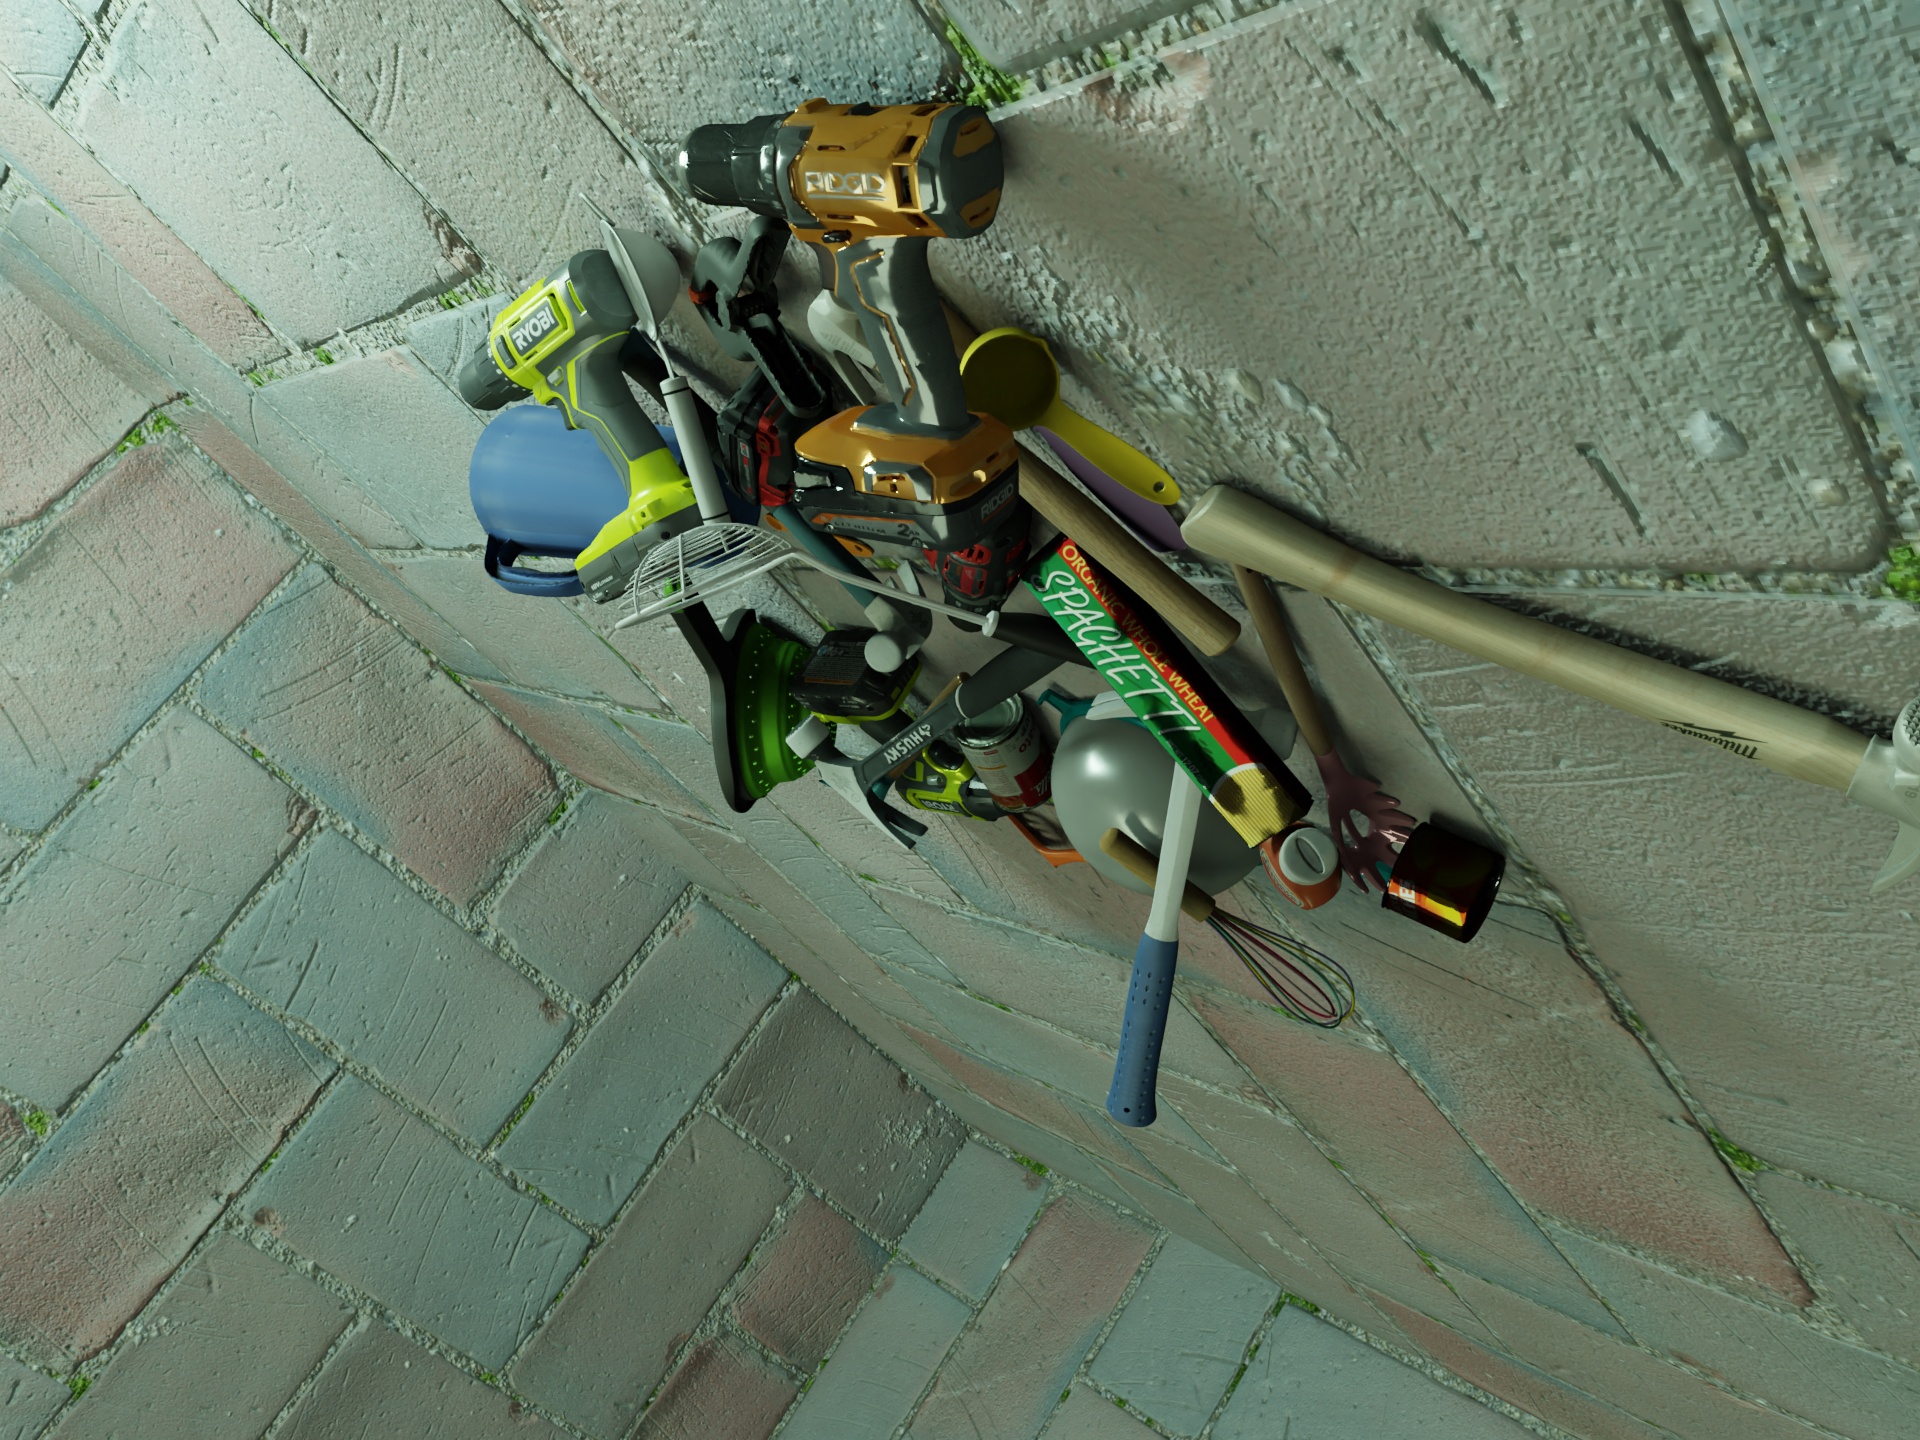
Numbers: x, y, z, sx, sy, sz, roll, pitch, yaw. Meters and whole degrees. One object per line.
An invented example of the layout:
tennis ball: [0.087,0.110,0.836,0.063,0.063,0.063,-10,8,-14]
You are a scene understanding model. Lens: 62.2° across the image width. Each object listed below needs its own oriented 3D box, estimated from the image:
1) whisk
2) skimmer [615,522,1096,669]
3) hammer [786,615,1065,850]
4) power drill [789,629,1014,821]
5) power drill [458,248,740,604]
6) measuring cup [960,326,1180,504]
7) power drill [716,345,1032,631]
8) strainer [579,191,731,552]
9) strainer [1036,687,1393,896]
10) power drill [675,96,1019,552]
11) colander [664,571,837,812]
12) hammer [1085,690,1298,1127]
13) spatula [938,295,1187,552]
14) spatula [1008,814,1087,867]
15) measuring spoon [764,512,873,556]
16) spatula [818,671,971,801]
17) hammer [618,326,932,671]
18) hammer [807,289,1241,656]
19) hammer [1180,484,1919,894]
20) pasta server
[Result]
whisk: [0.205,0.163,1.230,0.245,0.051,0.047,37,146,-8]
skimmer: [-0.045,-0.055,1.076,0.363,0.090,0.127,16,177,-10]
hammer: [-0.002,-0.004,1.275,0.149,0.036,0.409,47,144,-7]
power drill: [-0.039,0.013,1.497,0.171,0.080,0.223,5,148,49]
power drill: [-0.277,-0.210,1.188,0.190,0.080,0.228,-22,97,40]
measuring cup: [0.066,-0.173,0.925,0.156,0.062,0.029,30,-157,-23]
power drill: [-0.054,-0.152,1.128,0.227,0.080,0.187,31,161,7]
strainer: [-0.198,-0.240,1.101,0.087,0.050,0.258,-149,41,-70]
strainer: [0.195,0.102,1.256,0.341,0.095,0.210,22,157,39]
power drill: [-0.060,-0.215,0.854,0.185,0.084,0.226,13,127,29]
colander: [-0.186,-0.043,1.507,0.094,0.205,0.396,0,156,7]
hammer: [0.148,0.150,1.200,0.144,0.035,0.405,14,124,15]
spatula: [0.023,-0.206,0.944,0.315,0.018,0.060,41,165,-17]
spatula: [0.142,0.122,1.518,0.081,0.041,0.323,46,155,-26]
measuring spoon: [-0.117,-0.157,1.329,0.117,0.011,0.021,20,156,31]
spatula: [-0.051,0.025,1.417,0.082,0.044,0.317,25,147,-10]
hammer: [-0.146,-0.175,1.218,0.331,0.033,0.128,45,-156,-2]
hammer: [0.041,-0.152,0.985,0.331,0.031,0.130,39,172,-9]
hammer: [0.301,-0.033,0.839,0.411,0.038,0.146,26,160,29]
pasta server: [0.235,0.004,1.040,0.040,0.060,0.315,40,167,50]
